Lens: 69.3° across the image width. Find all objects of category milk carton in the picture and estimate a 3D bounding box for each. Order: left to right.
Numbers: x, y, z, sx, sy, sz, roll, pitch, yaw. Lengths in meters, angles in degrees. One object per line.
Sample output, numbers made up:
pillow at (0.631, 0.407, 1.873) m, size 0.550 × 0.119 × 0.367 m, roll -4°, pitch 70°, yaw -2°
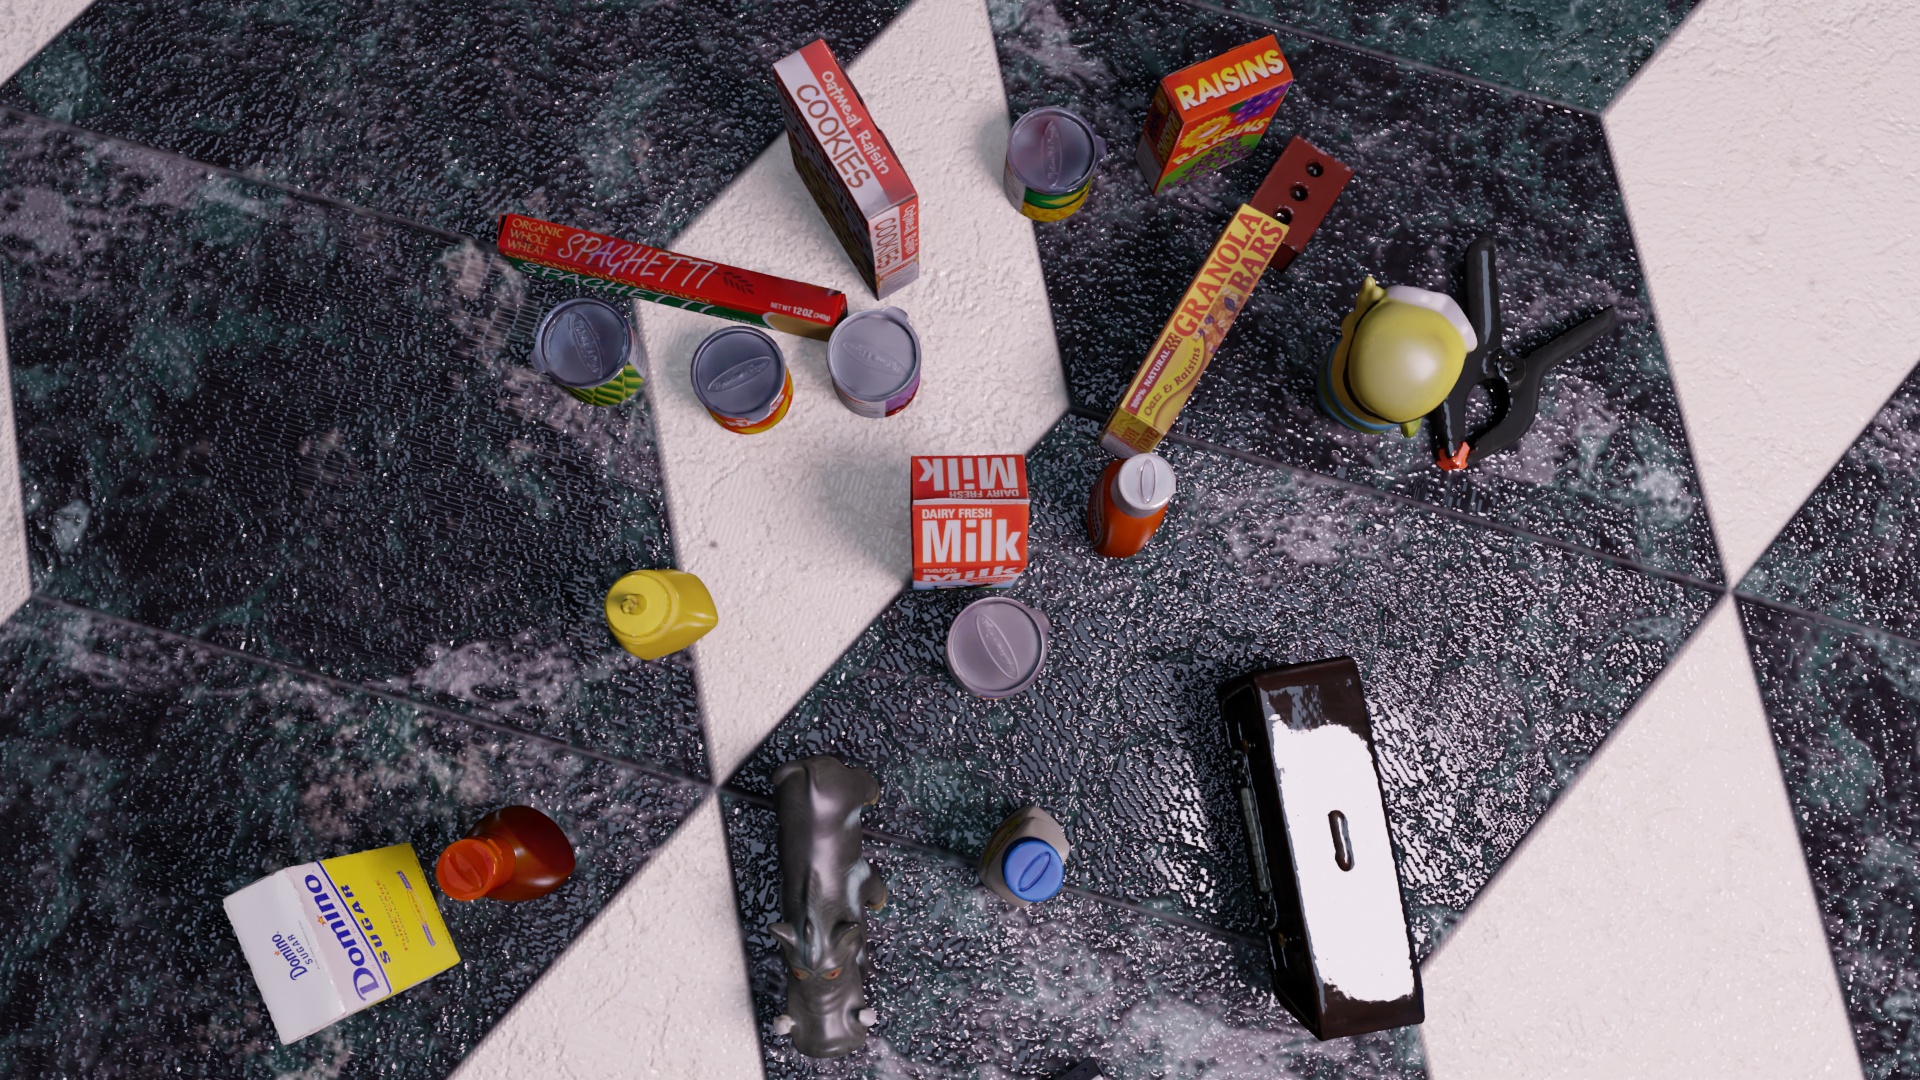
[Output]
milk carton at (0.003, -0.011, 0.907) m, size 0.072 × 0.190 × 0.073 m, roll -1°, pitch 82°, yaw -2°

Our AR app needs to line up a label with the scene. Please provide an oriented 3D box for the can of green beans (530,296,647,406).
can of green beans at (-0.260, -0.133, 0.984) m, size 0.071 × 0.057 × 0.071 m, roll 0°, pitch 82°, yaw -2°

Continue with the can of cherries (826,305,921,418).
can of cherries at (-0.059, -0.126, 0.989) m, size 0.071 × 0.058 × 0.071 m, roll 0°, pitch 82°, yaw -2°

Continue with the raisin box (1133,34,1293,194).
raisin box at (0.177, -0.301, 0.989) m, size 0.086 × 0.123 × 0.040 m, roll -23°, pitch 83°, yaw -5°

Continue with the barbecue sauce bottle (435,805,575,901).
barbecue sauce bottle at (-0.291, 0.202, 0.887) m, size 0.044 × 0.148 × 0.065 m, roll -43°, pitch 85°, yaw -6°

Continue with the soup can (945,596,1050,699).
soup can at (0.025, 0.074, 0.949) m, size 0.071 × 0.083 × 0.071 m, roll 0°, pitch 82°, yaw -2°

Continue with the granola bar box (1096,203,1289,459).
granola bar box at (0.157, -0.138, 0.964) m, size 0.039 × 0.124 × 0.166 m, roll 31°, pitch 82°, yaw 3°

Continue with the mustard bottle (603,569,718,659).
mustard bottle at (-0.200, 0.045, 0.907) m, size 0.065 × 0.160 × 0.049 m, roll -27°, pitch 84°, yaw -5°

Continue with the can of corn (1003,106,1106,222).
can of corn at (0.068, -0.274, 1.014) m, size 0.071 × 0.058 × 0.071 m, roll 0°, pitch 82°, yaw -2°

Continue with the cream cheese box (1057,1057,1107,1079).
cream cheese box at (0.054, 0.385, 0.919) m, size 0.104 × 0.053 × 0.024 m, roll -33°, pitch 84°, yaw -6°

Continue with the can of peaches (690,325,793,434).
can of peaches at (-0.153, -0.110, 0.983) m, size 0.071 × 0.058 × 0.071 m, roll 0°, pitch 82°, yaw -2°

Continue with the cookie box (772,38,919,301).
cookie box at (-0.074, -0.248, 0.951) m, size 0.040 × 0.167 × 0.123 m, roll -31°, pitch 84°, yaw -5°

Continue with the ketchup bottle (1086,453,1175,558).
ketchup bottle at (0.115, -0.027, 0.934) m, size 0.043 × 0.148 × 0.065 m, roll 3°, pitch 82°, yaw -1°

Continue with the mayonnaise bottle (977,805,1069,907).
mayonnaise bottle at (0.042, 0.206, 0.897) m, size 0.041 × 0.148 × 0.065 m, roll 39°, pitch 83°, yaw 4°

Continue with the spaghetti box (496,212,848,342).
spaghetti box at (-0.206, -0.187, 0.997) m, size 0.250 × 0.050 × 0.029 m, roll 13°, pitch 82°, yaw 0°
